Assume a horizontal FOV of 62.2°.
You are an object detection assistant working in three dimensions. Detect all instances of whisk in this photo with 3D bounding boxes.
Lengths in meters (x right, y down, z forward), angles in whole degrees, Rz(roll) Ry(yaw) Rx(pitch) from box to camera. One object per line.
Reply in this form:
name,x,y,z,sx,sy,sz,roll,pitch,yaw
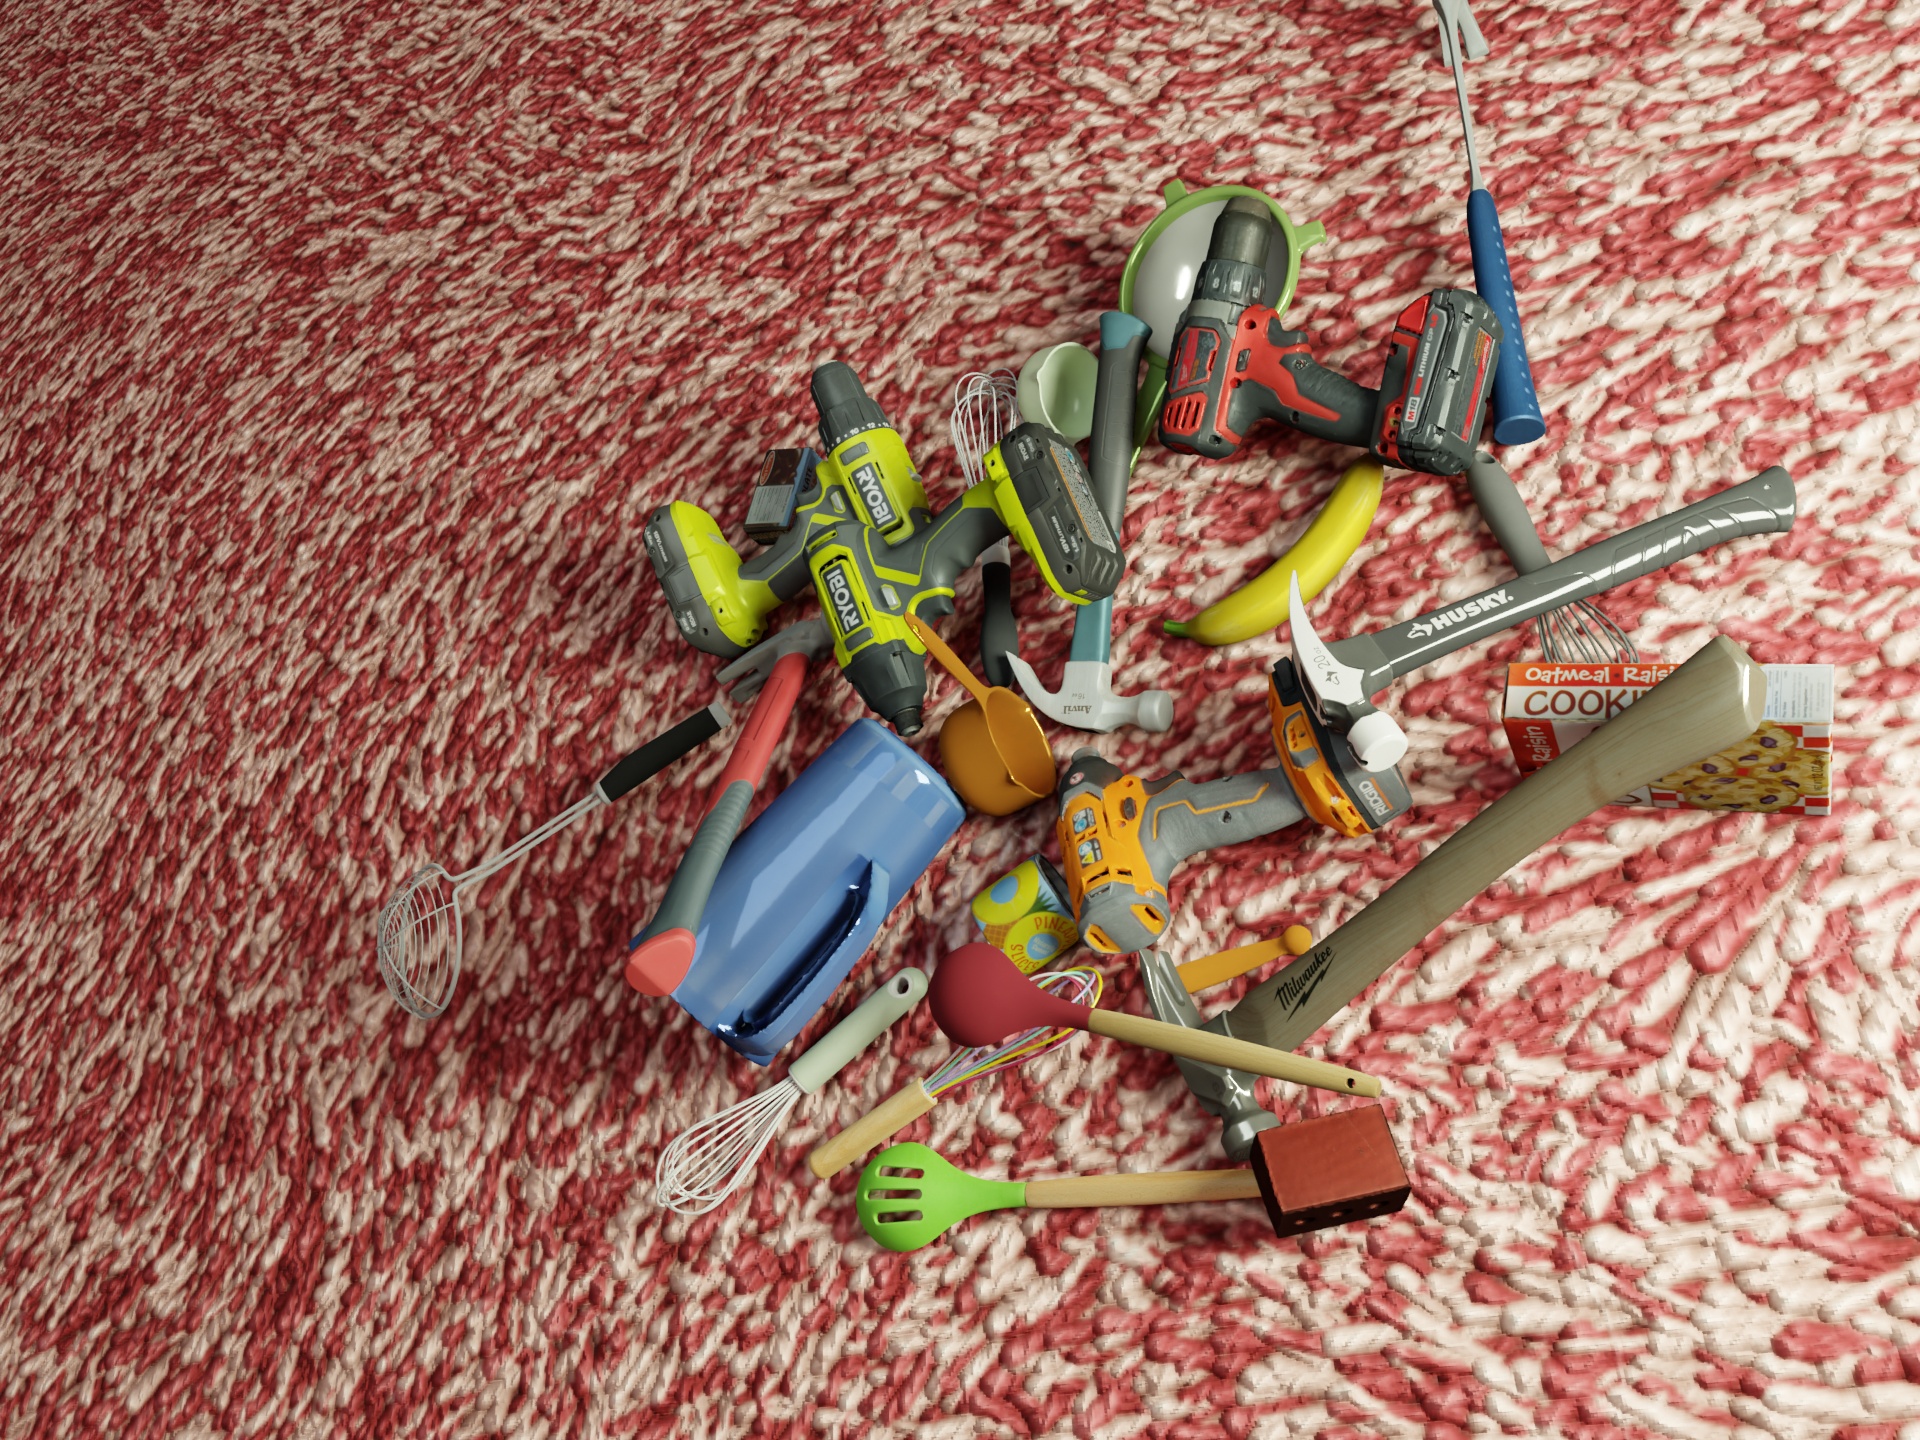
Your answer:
whisk,-0.005,0.240,1.075,0.245,0.051,0.047,-37,59,11
whisk,0.382,-0.094,1.039,0.055,0.055,0.239,-25,51,15
whisk,-0.119,0.260,1.124,0.246,0.059,0.058,-41,61,-3
whisk,0.026,-0.155,1.260,0.070,0.070,0.285,-12,65,23

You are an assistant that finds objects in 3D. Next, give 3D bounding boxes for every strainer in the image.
strainer,0.181,-0.285,1.246,0.152,0.069,0.256,31,99,35

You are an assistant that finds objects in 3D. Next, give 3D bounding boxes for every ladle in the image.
ladle,0.105,0.192,0.981,0.315,0.031,0.069,7,82,33

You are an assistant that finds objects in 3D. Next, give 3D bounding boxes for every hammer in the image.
hammer,0.380,-0.387,1.162,0.035,0.144,0.406,-12,69,26
hammer,0.271,0.088,0.917,0.410,0.038,0.146,-45,53,27
hammer,0.363,-0.086,0.987,0.335,0.035,0.146,-22,49,-4
hammer,-0.173,0.053,1.151,0.143,0.038,0.387,-27,27,30
hammer,0.109,-0.152,1.190,0.128,0.033,0.331,-1,75,31

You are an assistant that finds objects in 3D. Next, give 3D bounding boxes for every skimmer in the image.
skimmer,-0.336,0.110,1.332,0.363,0.090,0.127,-34,51,-4

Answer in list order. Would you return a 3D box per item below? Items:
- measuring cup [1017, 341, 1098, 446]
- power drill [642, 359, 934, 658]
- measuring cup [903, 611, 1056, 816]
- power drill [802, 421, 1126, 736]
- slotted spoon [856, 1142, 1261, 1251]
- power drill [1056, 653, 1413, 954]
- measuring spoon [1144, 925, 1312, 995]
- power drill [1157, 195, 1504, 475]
measuring cup,0.070,-0.217,1.268,0.038,0.083,0.167,8,85,50
power drill,-0.141,-0.170,1.312,0.228,0.080,0.191,-27,79,15
measuring cup,-0.002,-0.004,1.126,0.052,0.173,0.095,-30,25,26
power drill,0.001,-0.103,1.174,0.223,0.080,0.171,-29,72,24
slotted spoon,0.067,0.299,1.014,0.314,0.031,0.070,-10,66,23
power drill,0.166,0.042,1.057,0.226,0.084,0.164,-29,41,17
measuring spoon,0.173,0.158,1.038,0.117,0.011,0.021,-22,56,17
power drill,0.254,-0.268,1.113,0.227,0.080,0.188,15,95,34
